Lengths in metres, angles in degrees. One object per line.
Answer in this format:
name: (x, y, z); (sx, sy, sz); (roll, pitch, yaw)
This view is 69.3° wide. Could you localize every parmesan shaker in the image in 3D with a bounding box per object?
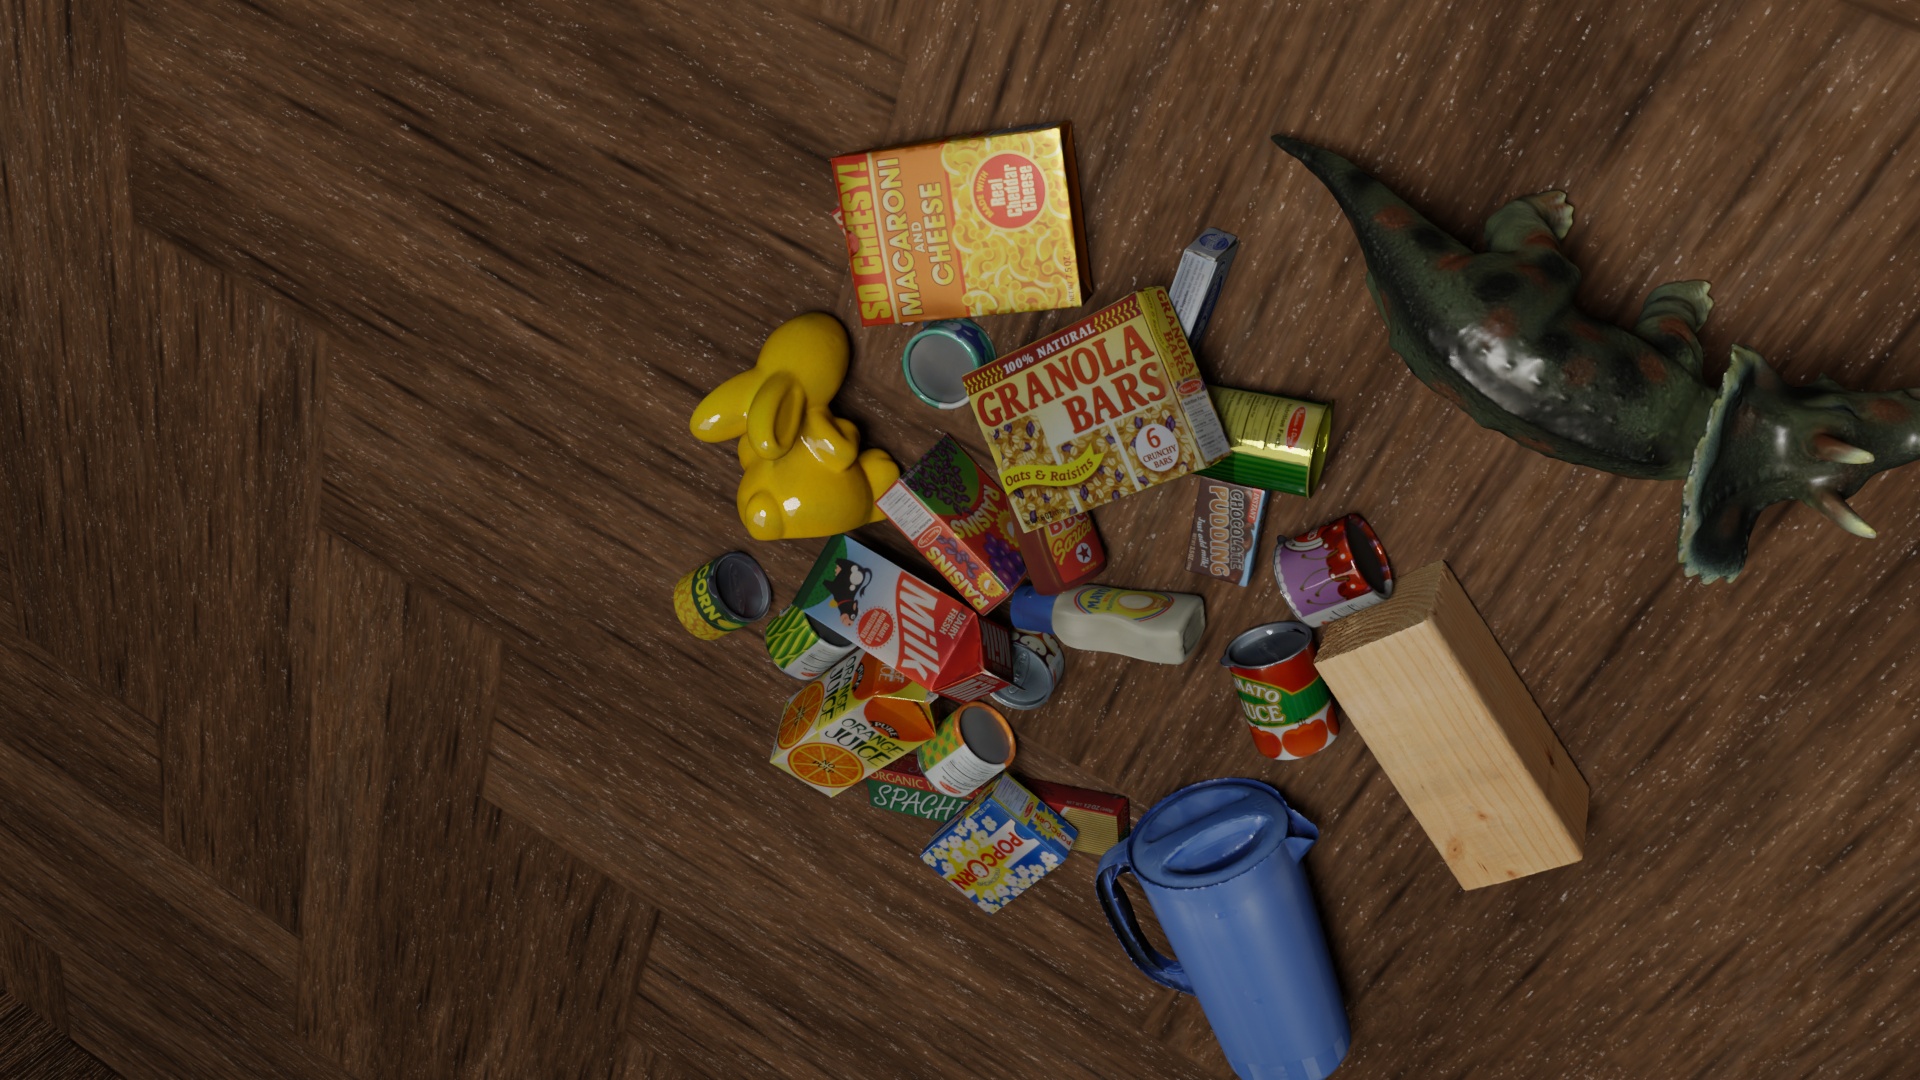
parmesan shaker: (0.199, -0.074, 0.963); (0.103, 0.072, 0.071); (13, 122, 22)

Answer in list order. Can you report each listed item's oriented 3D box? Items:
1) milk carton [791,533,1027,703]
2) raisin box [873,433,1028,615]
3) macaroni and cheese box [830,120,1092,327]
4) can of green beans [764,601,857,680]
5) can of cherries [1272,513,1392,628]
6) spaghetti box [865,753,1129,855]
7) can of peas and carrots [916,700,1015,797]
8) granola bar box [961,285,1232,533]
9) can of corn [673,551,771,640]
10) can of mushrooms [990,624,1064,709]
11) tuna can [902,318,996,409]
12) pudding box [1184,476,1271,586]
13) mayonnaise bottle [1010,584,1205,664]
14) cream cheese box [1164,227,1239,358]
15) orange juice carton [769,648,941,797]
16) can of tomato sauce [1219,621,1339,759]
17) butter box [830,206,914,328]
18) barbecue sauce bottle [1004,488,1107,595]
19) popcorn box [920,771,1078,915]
milk carton: (-0.034, 0.070, 1.116); (0.191, 0.072, 0.073); (29, 89, 26)
raisin box: (0.004, -0.014, 1.082); (0.123, 0.086, 0.040); (46, 128, -3)
macaroni and cheese box: (0.001, -0.220, 0.976); (0.166, 0.040, 0.123); (-3, 111, 18)
can of green beans: (-0.128, 0.080, 1.216); (0.071, 0.071, 0.057); (48, 127, -4)
can of cherries: (0.262, 0.019, 0.980); (0.058, 0.072, 0.071); (-28, 102, 35)
spaghetti box: (0.028, 0.234, 1.244); (0.250, 0.029, 0.050); (7, 121, 24)
can of peas and carrots: (0.006, 0.179, 1.204); (0.071, 0.071, 0.058); (46, 127, -2)
granola bar box: (0.089, -0.087, 0.959); (0.165, 0.039, 0.124); (-21, 92, 42)
can of corn: (-0.215, 0.050, 1.241); (0.058, 0.071, 0.071); (-25, 103, 36)
can of mushrooms: (0.049, 0.104, 1.158); (0.071, 0.034, 0.070); (13, 122, 21)
tuna can: (-0.010, -0.137, 1.054); (0.071, 0.033, 0.070); (12, 122, 21)
pudding box: (0.197, -0.012, 1.019); (0.050, 0.030, 0.083); (16, 123, 18)
mayonnaise bottle: (0.112, 0.061, 1.085); (0.148, 0.065, 0.041); (7, 122, 28)
cream cheese box: (0.155, -0.156, 0.945); (0.024, 0.053, 0.103); (27, 125, 14)
orange juice carton: (-0.077, 0.146, 1.211); (0.073, 0.072, 0.192); (35, 131, -24)
can of tomato sauce: (0.240, 0.113, 1.041); (0.071, 0.071, 0.083); (-10, 112, 31)
butter box: (-0.047, -0.215, 1.035); (0.053, 0.024, 0.103); (-25, 103, 35)
barbecue sauce bottle: (0.062, -0.036, 1.057); (0.043, 0.065, 0.148); (-10, 104, 50)
popcorn box: (0.032, 0.267, 1.217); (0.085, 0.038, 0.126); (40, 132, -1)
